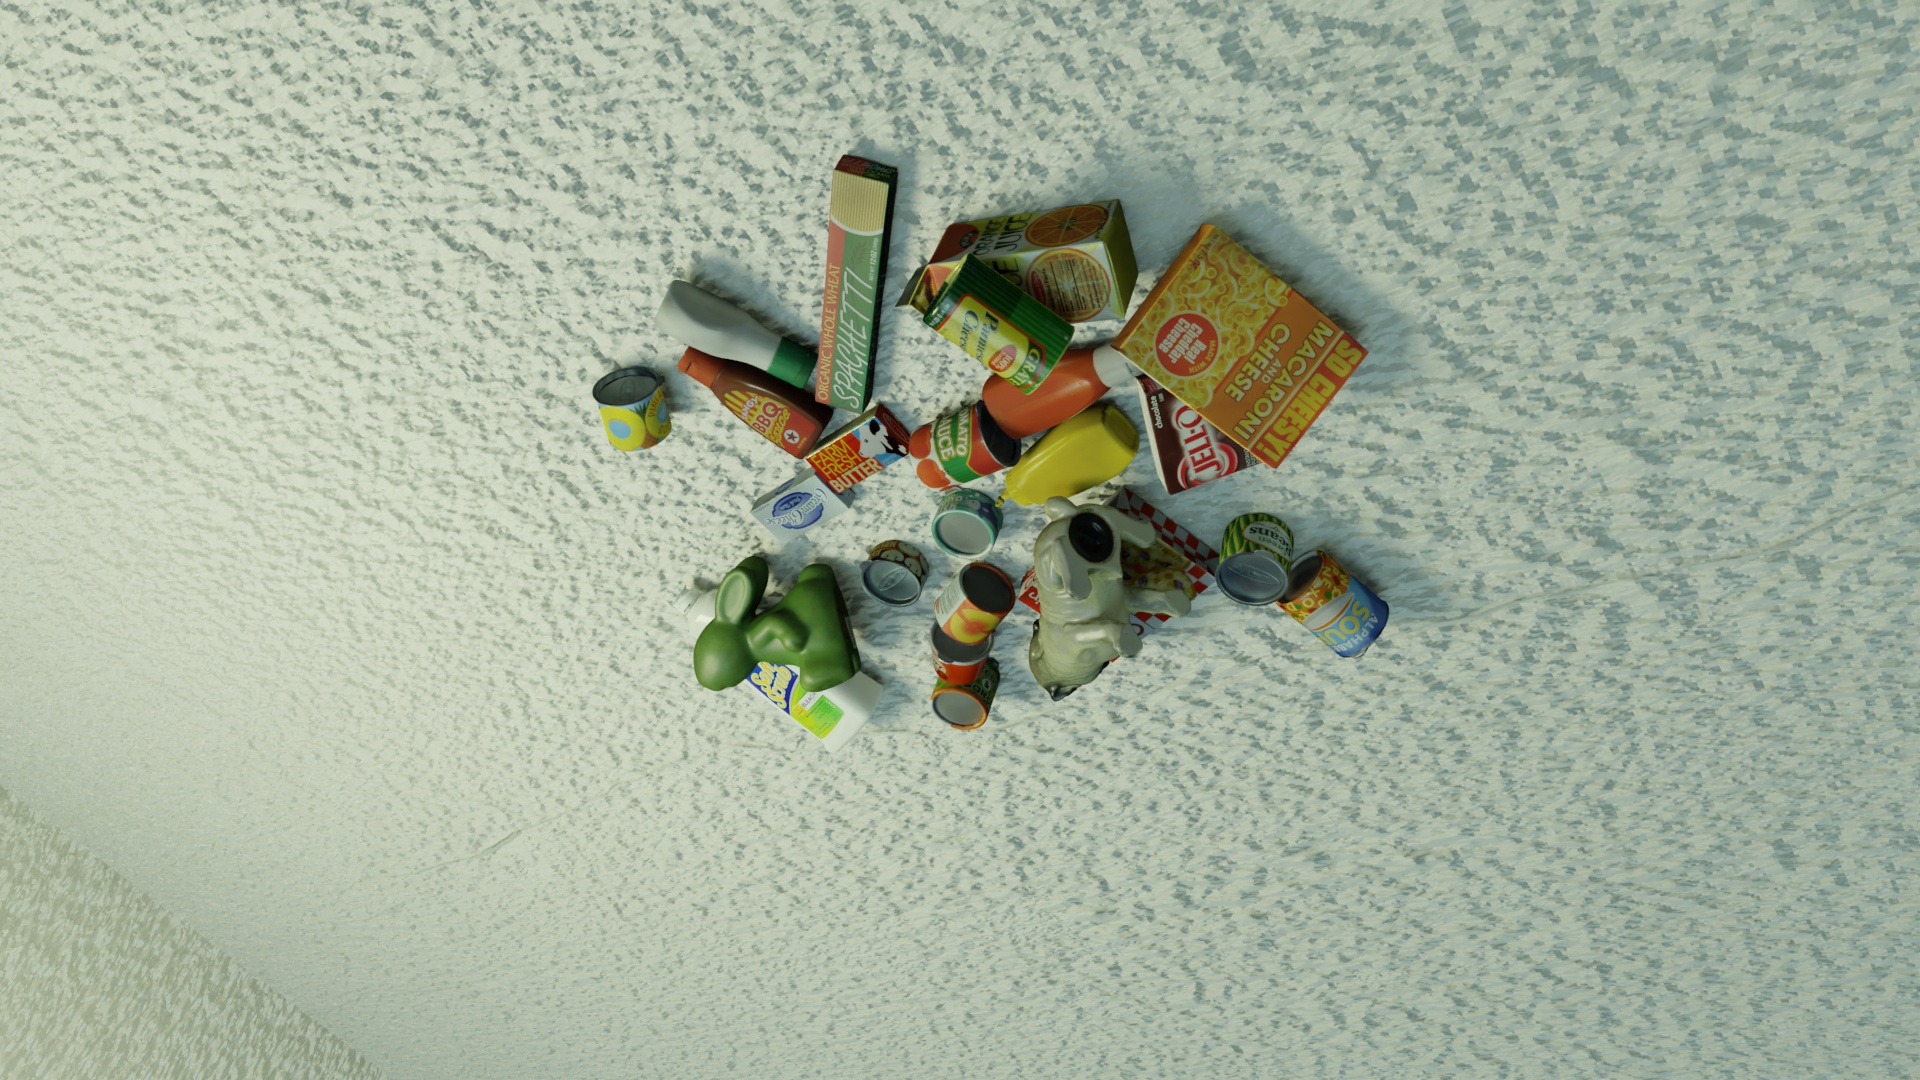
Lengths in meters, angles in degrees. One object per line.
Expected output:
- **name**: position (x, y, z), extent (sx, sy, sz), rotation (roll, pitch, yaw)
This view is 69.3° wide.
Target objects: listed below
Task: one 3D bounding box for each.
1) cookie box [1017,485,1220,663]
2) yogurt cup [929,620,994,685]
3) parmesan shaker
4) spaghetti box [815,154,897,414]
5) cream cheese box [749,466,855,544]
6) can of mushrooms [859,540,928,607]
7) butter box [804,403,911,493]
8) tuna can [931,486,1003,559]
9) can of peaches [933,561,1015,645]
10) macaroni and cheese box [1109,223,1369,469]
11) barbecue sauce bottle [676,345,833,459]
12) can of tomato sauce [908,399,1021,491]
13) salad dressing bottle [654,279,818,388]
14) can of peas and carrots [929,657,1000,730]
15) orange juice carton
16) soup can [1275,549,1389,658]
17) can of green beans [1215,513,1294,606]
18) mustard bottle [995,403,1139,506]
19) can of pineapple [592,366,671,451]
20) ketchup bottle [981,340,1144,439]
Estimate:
- **cookie box**: position (0.153, 0.036, 1.357), extent (0.123, 0.040, 0.166), rotation (35, 132, -12)
- **yogurt cup**: position (0.000, 0.116, 1.468), extent (0.072, 0.073, 0.053), rotation (15, 142, 7)
- **parmesan shaker**: position (0.028, -0.169, 1.098), extent (0.103, 0.072, 0.071), rotation (33, 133, -11)
- **spaghetti box**: position (-0.094, -0.218, 1.227), extent (0.050, 0.029, 0.248), rotation (17, 134, 6)
- **cream cheese box**: position (-0.161, -0.037, 1.416), extent (0.103, 0.024, 0.053), rotation (-27, 118, 36)
- **can of mushrooms**: position (-0.070, 0.033, 1.439), extent (0.071, 0.034, 0.070), rotation (10, 134, 11)
- **butter box**: position (-0.098, -0.088, 1.347), extent (0.103, 0.024, 0.053), rotation (-27, 116, 36)
- **tuna can**: position (0.005, -0.017, 1.367), extent (0.071, 0.033, 0.070), rotation (10, 133, 11)
- **can of peaches**: position (0.017, 0.064, 1.414), extent (0.071, 0.071, 0.057), rotation (30, 133, -7)
- **macaroni and cheese box**: position (0.225, -0.156, 1.120), extent (0.166, 0.040, 0.123), rotation (35, 99, -13)
- **barbecue sauce bottle**: position (-0.197, -0.139, 1.324), extent (0.148, 0.044, 0.064), rotation (33, 134, -10)
- **can of tomato sauce**: position (0.003, -0.088, 1.281), extent (0.083, 0.071, 0.071), rotation (-19, 122, 33)
- **salad dressing bottle**: position (-0.204, -0.187, 1.275), extent (0.147, 0.064, 0.043), rotation (25, 125, -13)
- **can of peas and carrots**: position (0.007, 0.163, 1.510), extent (0.071, 0.059, 0.070), rotation (10, 133, 11)
- **orange juice carton**: position (0.042, -0.220, 1.145), extent (0.192, 0.072, 0.072), rotation (-3, 129, 22)
- **soup can**: position (0.343, 0.060, 1.287), extent (0.083, 0.072, 0.071), rotation (37, 132, -14)
- **can of green beans**: position (0.273, 0.017, 1.283), extent (0.071, 0.058, 0.071), rotation (10, 133, 11)
- **mustard bottle**: position (0.089, -0.069, 1.280), extent (0.159, 0.049, 0.065), rotation (-28, 117, 37)
- **can of pineapple**: position (-0.320, -0.129, 1.363), extent (0.071, 0.071, 0.057), rotation (6, 132, 15)
- **ketchup bottle**: position (0.095, -0.139, 1.219), extent (0.148, 0.044, 0.064), rotation (-19, 122, 32)
